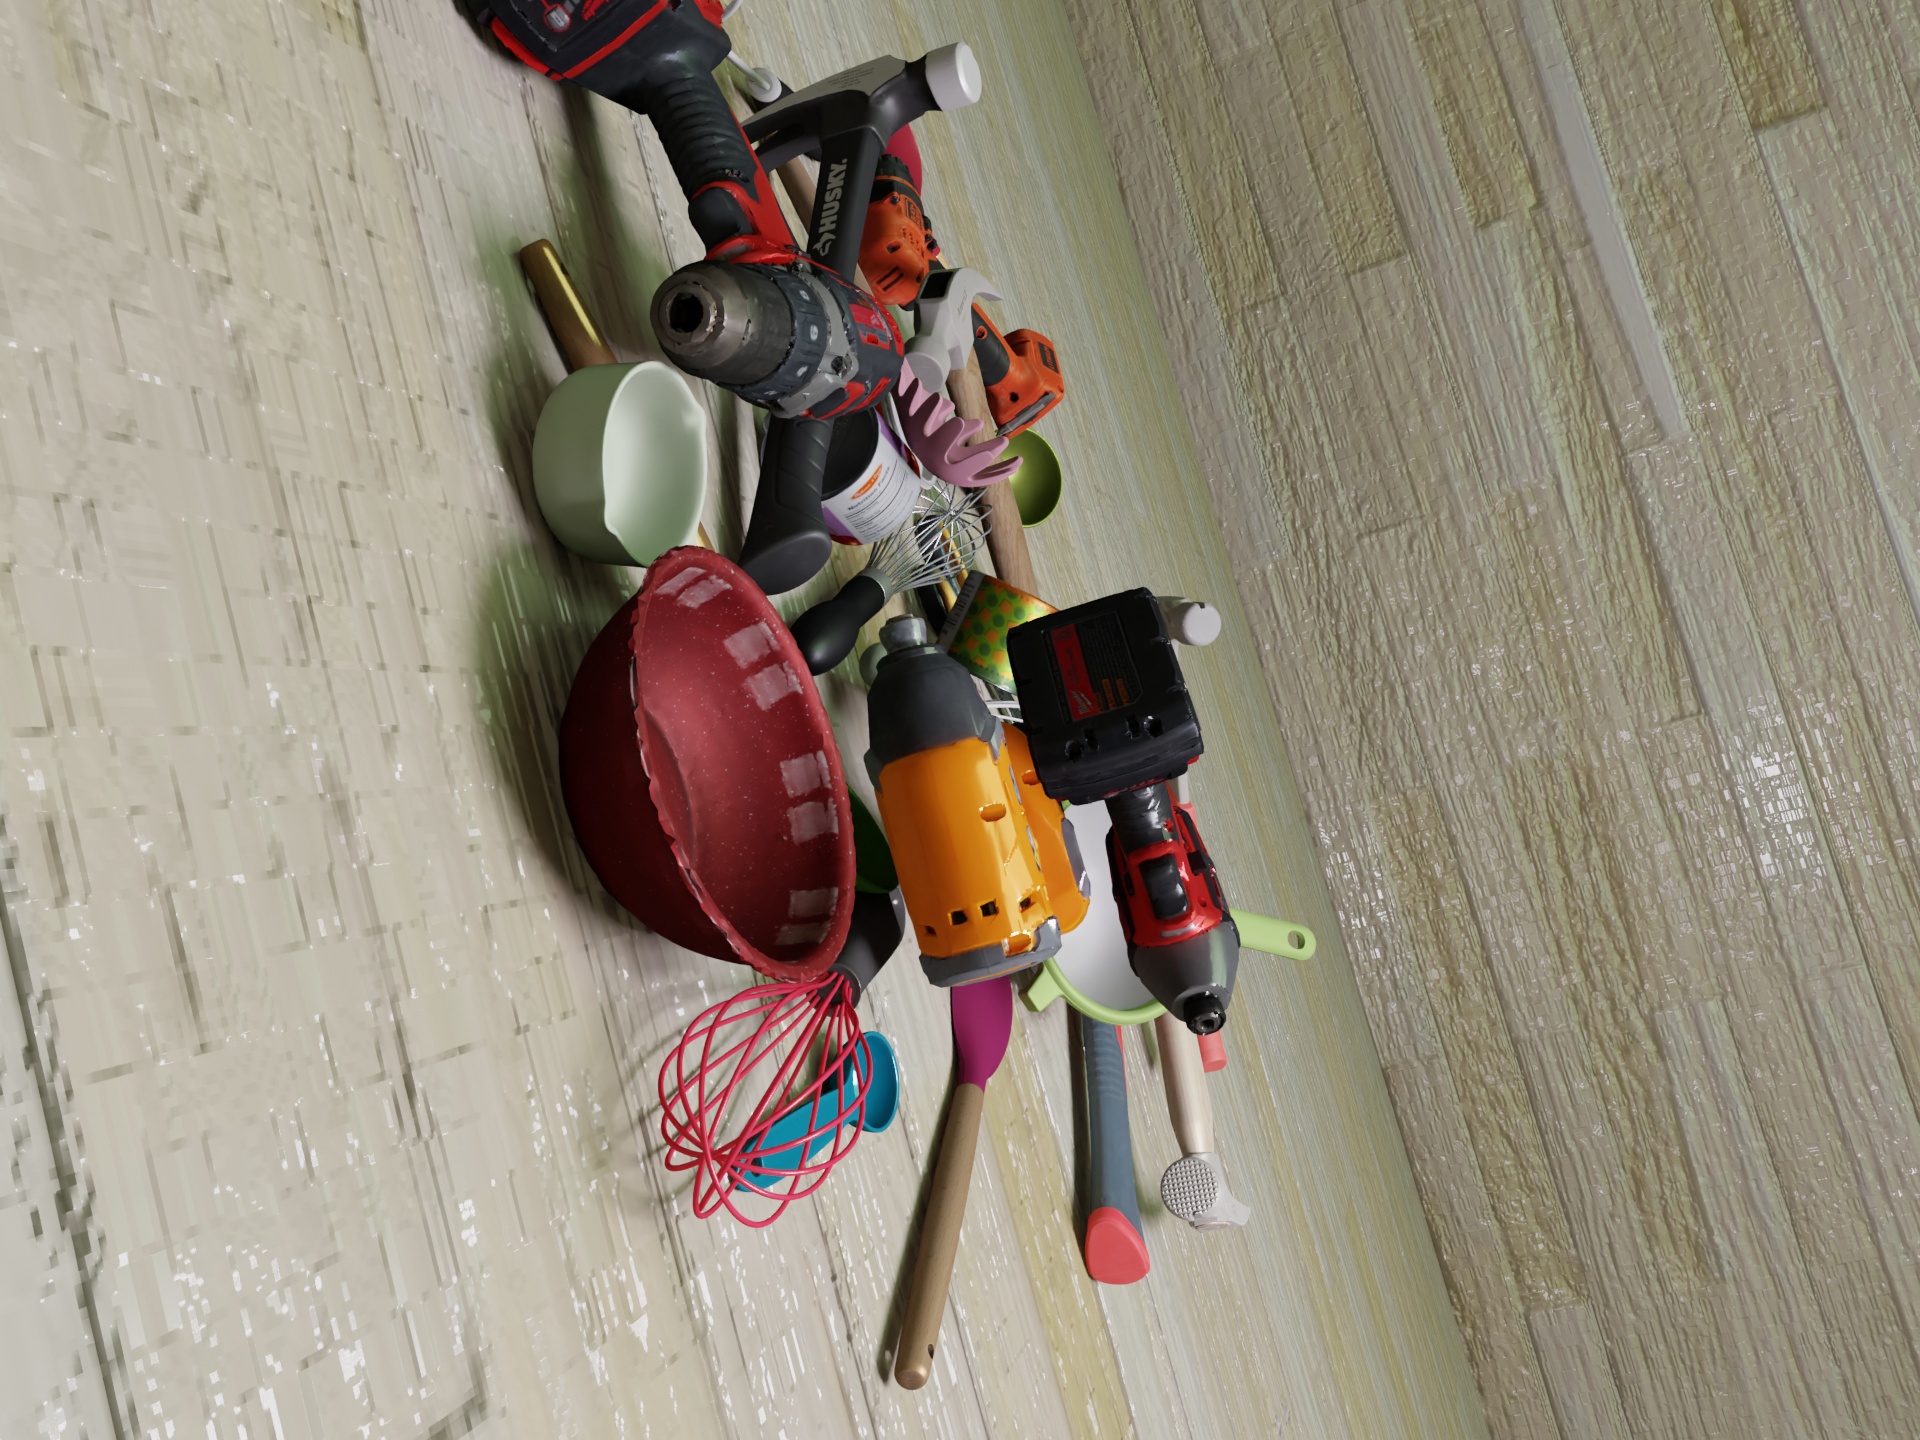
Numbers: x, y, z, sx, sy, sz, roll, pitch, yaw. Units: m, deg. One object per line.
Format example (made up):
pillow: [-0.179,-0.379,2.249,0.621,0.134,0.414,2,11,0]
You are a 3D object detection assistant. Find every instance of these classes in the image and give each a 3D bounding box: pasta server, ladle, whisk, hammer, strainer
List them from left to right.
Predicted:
hammer: [-0.075,-0.209,0.809,0.035,0.146,0.335,50,39,-52]
whisk: [-0.054,0.113,0.629,0.296,0.073,0.073,-52,124,-77]
pasta server: [-0.050,-0.238,0.880,0.060,0.040,0.317,22,35,-50]
whisk: [-0.041,-0.080,0.870,0.070,0.070,0.285,68,23,-16]
ladle: [-0.013,-0.347,1.248,0.069,0.031,0.315,36,-16,40]
whisk: [-0.001,-0.003,0.903,0.059,0.058,0.246,42,4,23]
ladle: [-0.001,-0.178,1.085,0.320,0.062,0.078,-8,93,-70]
hammer: [0.022,-0.152,1.055,0.331,0.031,0.130,71,27,-48]
hammer: [0.098,0.193,1.065,0.387,0.038,0.143,-90,158,-44]
strainer: [0.122,0.126,1.021,0.256,0.069,0.152,17,70,-35]
hammer: [0.138,0.145,1.115,0.146,0.038,0.411,50,28,-61]
hammer: [0.160,0.087,1.188,0.149,0.036,0.359,-168,-108,-71]

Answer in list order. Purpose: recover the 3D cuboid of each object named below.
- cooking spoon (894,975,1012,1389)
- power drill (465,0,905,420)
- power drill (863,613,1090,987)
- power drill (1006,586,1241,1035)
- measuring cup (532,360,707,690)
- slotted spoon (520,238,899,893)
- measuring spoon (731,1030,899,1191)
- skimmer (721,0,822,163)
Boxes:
cooking spoon: [0.002,0.200,0.780,0.319,0.017,0.068,-71,141,-64]
power drill: [-0.113,-0.227,0.652,0.227,0.080,0.188,61,17,0]
power drill: [0.005,0.041,0.776,0.226,0.084,0.164,40,34,-81]
power drill: [0.094,0.054,0.816,0.143,0.078,0.219,-100,170,-49]
measuring cup: [-0.123,-0.060,0.621,0.083,0.038,0.167,-64,154,-47]
slotted spoon: [-0.105,-0.054,0.677,0.070,0.031,0.313,-85,151,-68]
measuring spoon: [-0.062,0.159,0.634,0.128,0.021,0.042,-17,96,-64]
skimmer: [-0.113,-0.395,0.875,0.127,0.090,0.363,43,11,9]
